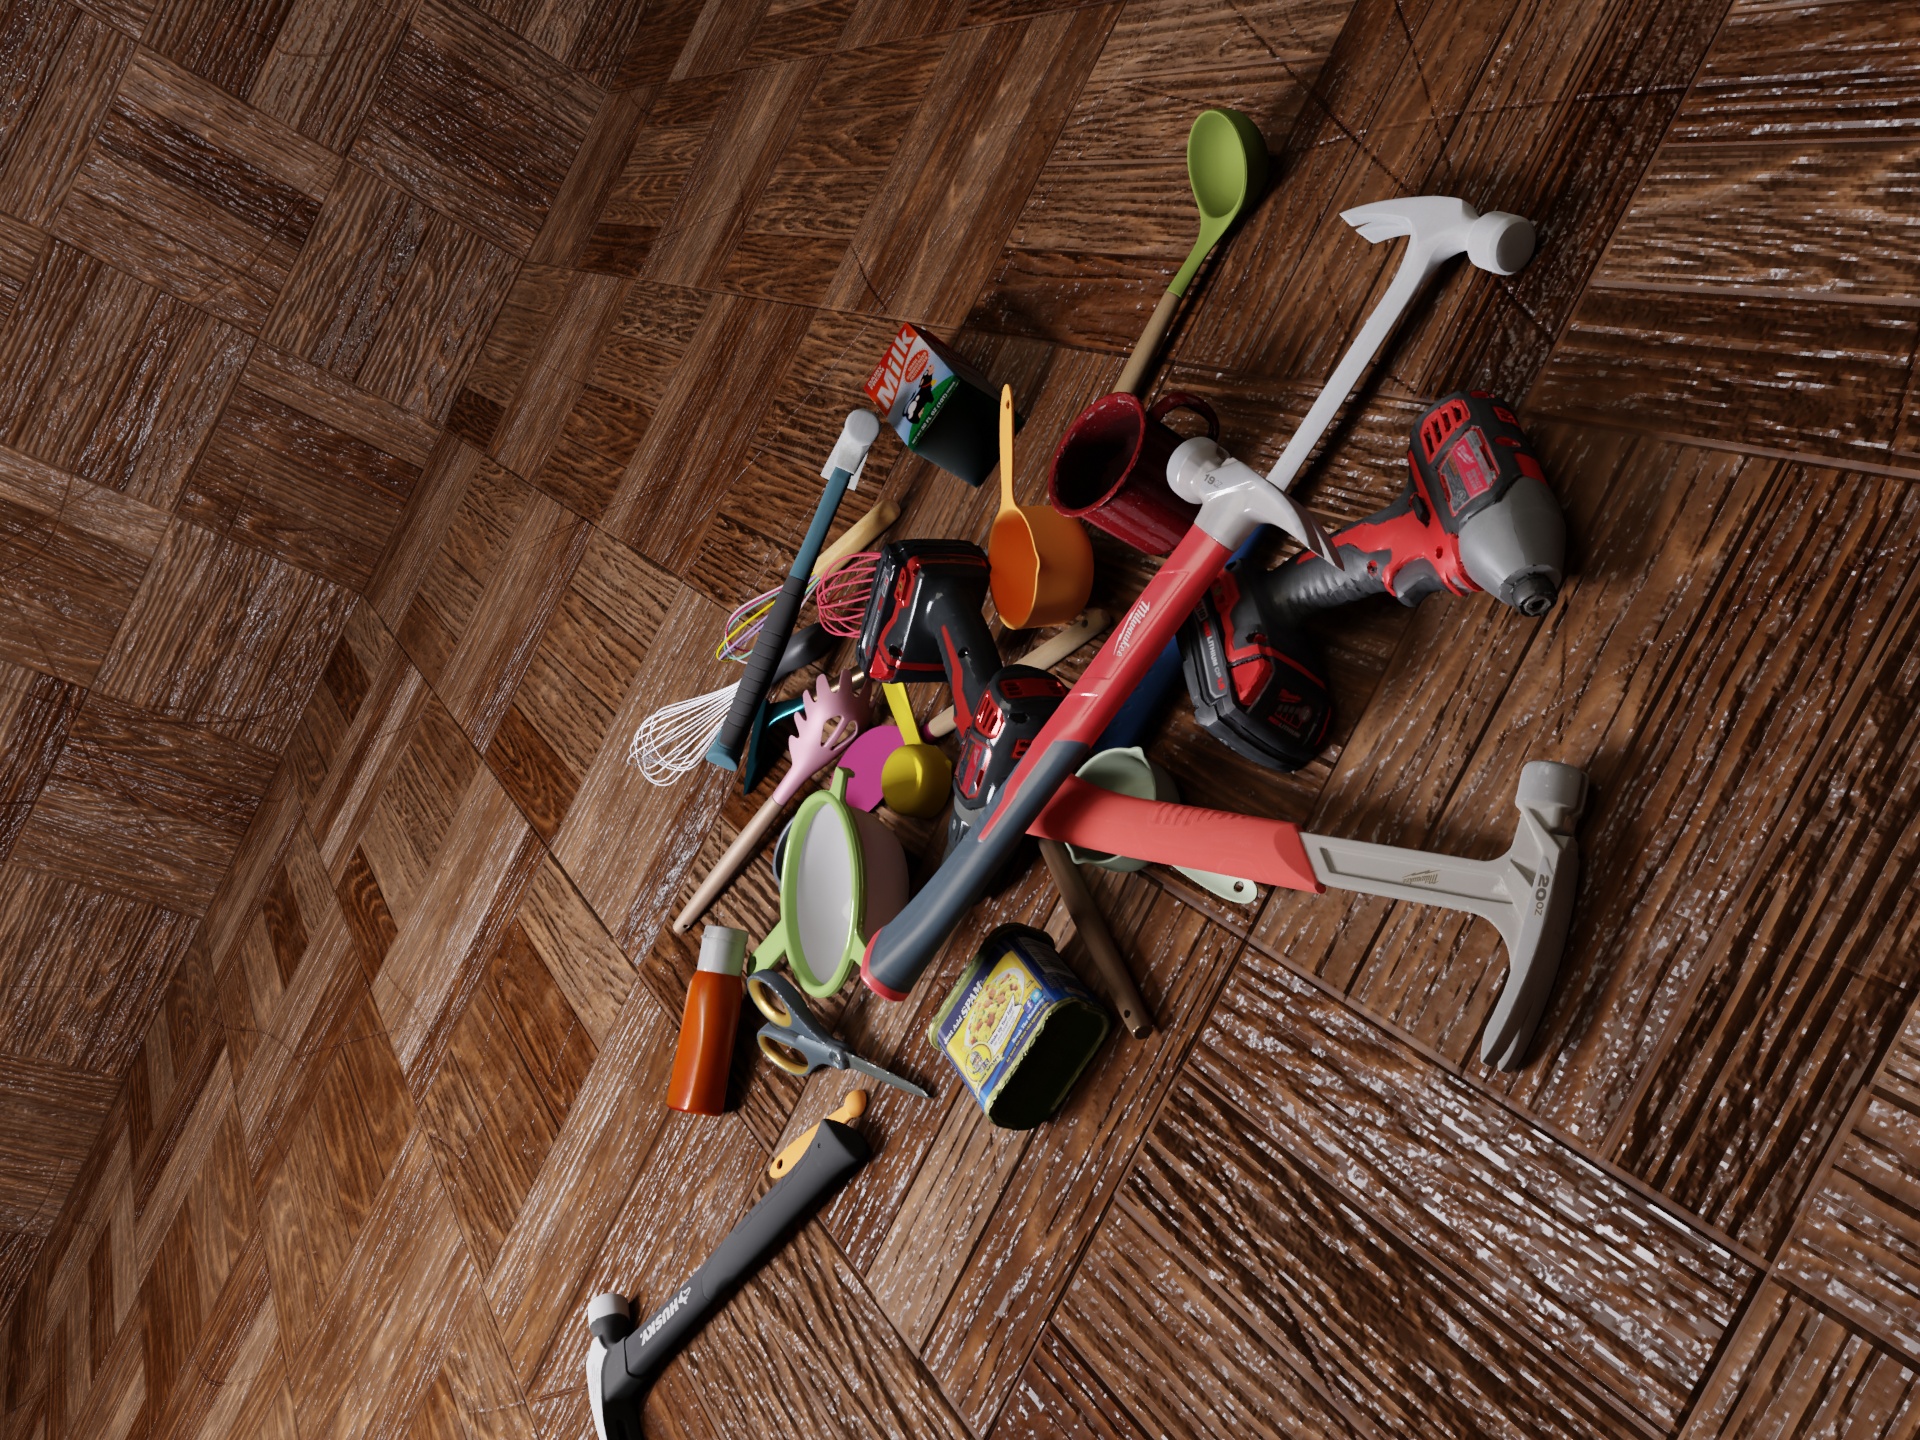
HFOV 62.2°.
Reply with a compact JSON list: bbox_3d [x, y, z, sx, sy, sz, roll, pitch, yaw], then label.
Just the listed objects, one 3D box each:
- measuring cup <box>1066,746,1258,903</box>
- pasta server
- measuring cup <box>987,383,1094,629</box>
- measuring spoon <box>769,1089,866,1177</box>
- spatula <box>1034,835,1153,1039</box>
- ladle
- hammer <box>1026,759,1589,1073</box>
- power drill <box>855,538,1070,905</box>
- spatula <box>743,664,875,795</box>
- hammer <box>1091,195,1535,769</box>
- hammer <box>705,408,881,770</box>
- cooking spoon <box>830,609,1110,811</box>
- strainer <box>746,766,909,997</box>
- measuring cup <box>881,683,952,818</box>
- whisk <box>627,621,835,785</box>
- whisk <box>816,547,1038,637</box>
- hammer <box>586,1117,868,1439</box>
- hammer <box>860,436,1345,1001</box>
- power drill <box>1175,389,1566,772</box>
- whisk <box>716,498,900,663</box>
[{"bbox_3d":[0.129,0.075,0.967,0.168,0.038,0.083,32,94,48],"label":"measuring cup"},{"bbox_3d":[-0.168,0.079,1.366,0.316,0.060,0.040,-50,29,30],"label":"pasta server"},{"bbox_3d":[0.057,-0.152,1.132,0.095,0.052,0.173,179,89,-69],"label":"measuring cup"},{"bbox_3d":[-0.107,0.303,1.161,0.117,0.011,0.021,-44,38,29],"label":"measuring spoon"},{"bbox_3d":[0.066,0.091,1.054,0.059,0.018,0.316,-52,34,21],"label":"spatula"},{"bbox_3d":[0.137,-0.296,1.178,0.320,0.062,0.078,-63,30,7],"label":"ladle"},{"bbox_3d":[0.158,0.079,0.875,0.359,0.036,0.149,7,74,47],"label":"hammer"},{"bbox_3d":[-0.001,-0.001,1.114,0.227,0.080,0.187,-117,35,-44],"label":"power drill"},{"bbox_3d":[-0.099,-0.024,1.359,0.317,0.044,0.082,-25,48,38],"label":"spatula"},{"bbox_3d":[0.197,-0.150,1.014,0.405,0.035,0.144,-58,34,10],"label":"hammer"},{"bbox_3d":[-0.146,-0.110,1.379,0.128,0.033,0.331,-139,72,-82],"label":"hammer"},{"bbox_3d":[-0.002,-0.004,1.211,0.319,0.017,0.069,-34,52,39],"label":"cooking spoon"},{"bbox_3d":[-0.098,0.151,1.217,0.256,0.069,0.152,132,135,-53],"label":"strainer"},{"bbox_3d":[-0.050,0.002,1.221,0.062,0.029,0.157,-36,62,37],"label":"measuring cup"},{"bbox_3d":[-0.215,-0.018,1.489,0.284,0.070,0.070,-32,45,33],"label":"whisk"},{"bbox_3d":[-0.015,-0.115,1.273,0.296,0.073,0.073,-9,61,44],"label":"whisk"},{"bbox_3d":[-0.175,0.408,1.166,0.334,0.035,0.146,-49,35,22],"label":"hammer"},{"bbox_3d":[0.066,0.021,0.932,0.386,0.038,0.143,-55,37,13],"label":"hammer"},{"bbox_3d":[0.230,-0.071,0.885,0.219,0.078,0.143,-37,42,31],"label":"power drill"},{"bbox_3d":[-0.142,-0.126,1.472,0.245,0.047,0.051,-38,40,28],"label":"whisk"}]
